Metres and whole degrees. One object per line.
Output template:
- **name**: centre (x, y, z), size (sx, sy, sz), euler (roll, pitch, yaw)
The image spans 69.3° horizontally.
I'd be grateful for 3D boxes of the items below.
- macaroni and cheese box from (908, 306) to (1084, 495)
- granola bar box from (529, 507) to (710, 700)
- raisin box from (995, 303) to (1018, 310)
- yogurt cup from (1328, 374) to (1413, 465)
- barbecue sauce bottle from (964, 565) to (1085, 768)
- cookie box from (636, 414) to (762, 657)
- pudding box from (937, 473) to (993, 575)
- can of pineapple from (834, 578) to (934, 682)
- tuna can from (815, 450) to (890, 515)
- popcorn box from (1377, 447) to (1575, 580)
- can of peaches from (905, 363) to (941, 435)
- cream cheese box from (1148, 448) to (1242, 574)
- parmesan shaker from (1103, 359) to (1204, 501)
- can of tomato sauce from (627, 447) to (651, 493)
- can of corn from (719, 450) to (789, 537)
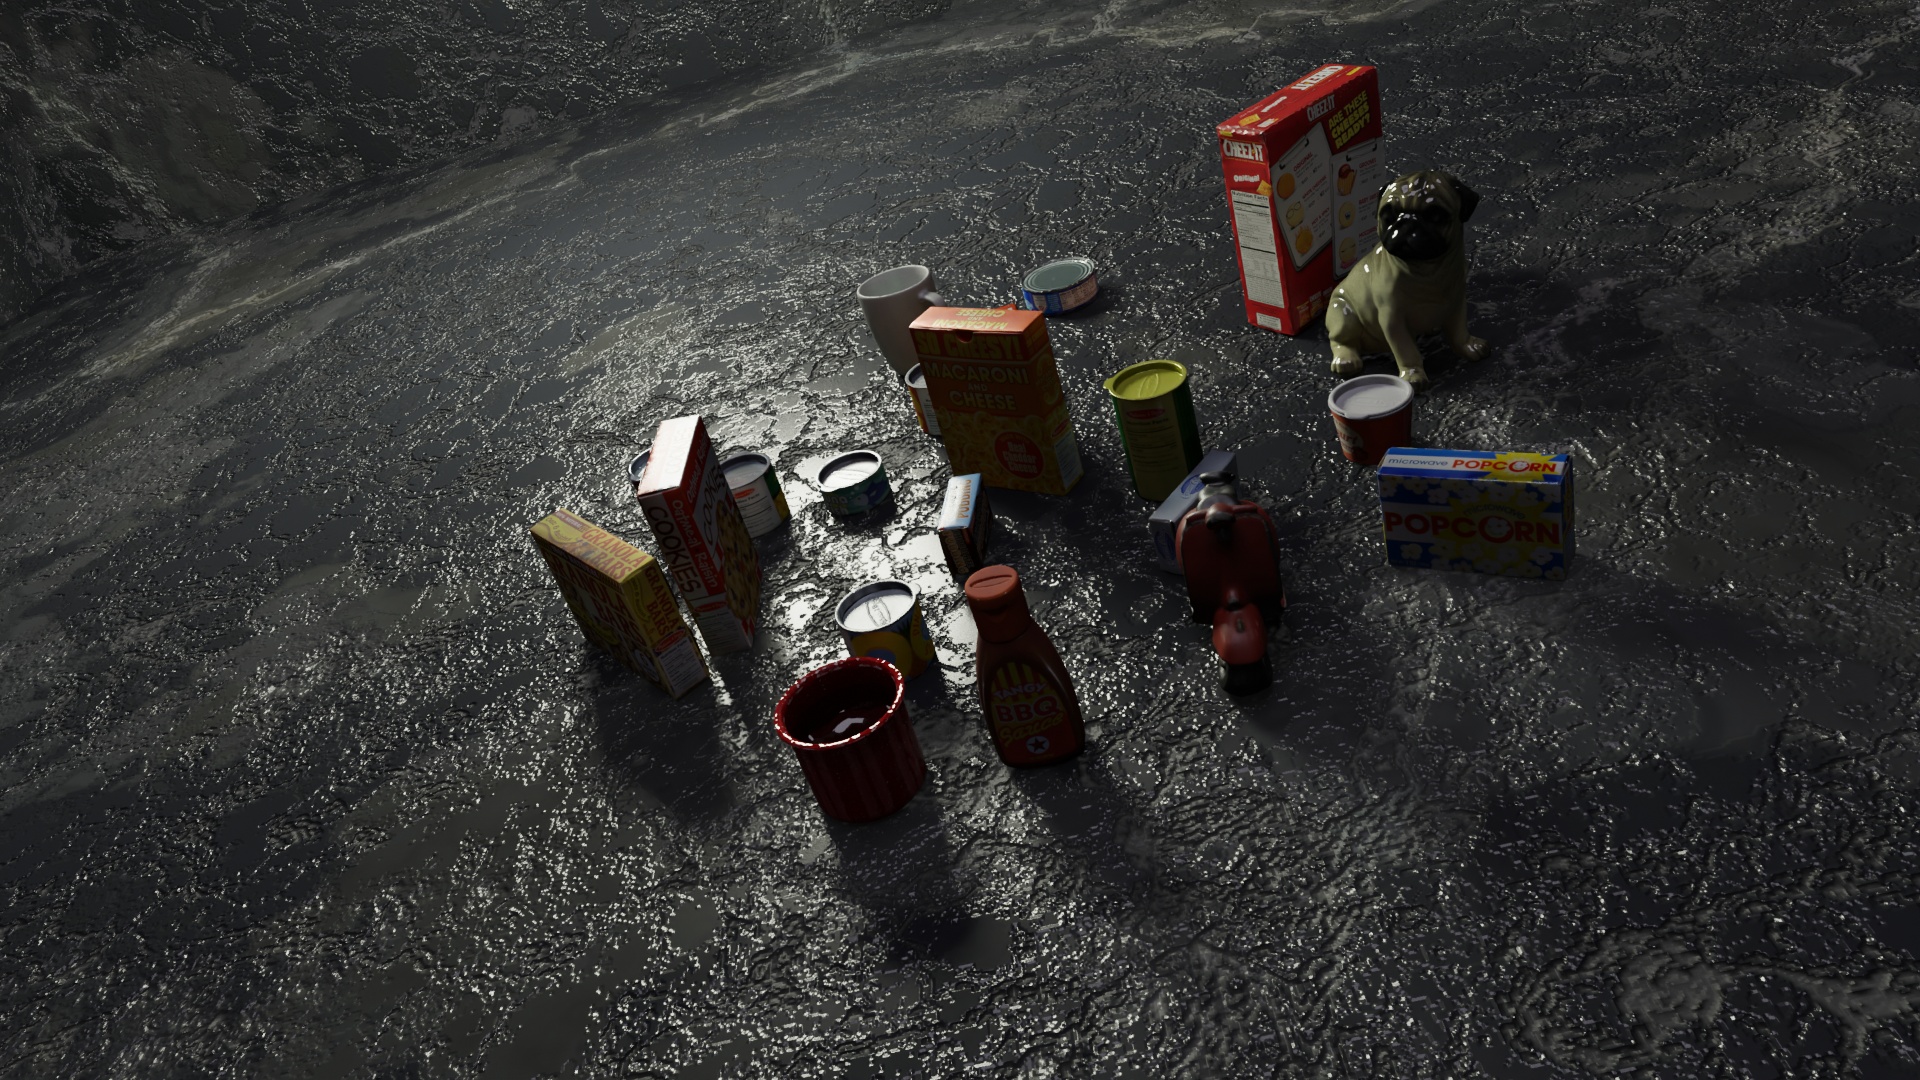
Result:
- **macaroni and cheese box**: centre (0.033, -0.124, 1.237), size (0.124, 0.165, 0.040), euler (9, 40, 36)
- **granola bar box**: centre (-0.286, 0.051, 1.165), size (0.039, 0.123, 0.166), euler (-36, 37, -27)
- **raisin box**: centre (0.030, -0.154, 1.325), size (0.086, 0.122, 0.040), euler (-17, 32, 2)
- **yogurt cup**: centre (0.344, -0.099, 1.155), size (0.072, 0.053, 0.073), euler (-13, 32, 8)
- **barbecue sauce bottle**: centre (0.039, 0.085, 0.932), size (0.065, 0.147, 0.044), euler (-12, 32, 9)
- **cookie box**: centre (-0.217, -0.005, 1.176), size (0.040, 0.166, 0.123), euler (-14, 32, 6)
- **pudding box**: centre (0.004, -0.015, 1.194), size (0.030, 0.049, 0.084), euler (-8, 33, 15)
- **can of pineapple**: centre (-0.057, 0.072, 1.083), size (0.071, 0.057, 0.071), euler (-13, 32, 8)
- **tuna can**: centre (-0.103, -0.054, 1.321), size (0.071, 0.032, 0.071), euler (-12, 32, 8)
- **popcorn box**: centre (0.368, -0.020, 0.994), size (0.126, 0.085, 0.038), euler (5, 39, 32)
- **can of peaches**: centre (-0.016, -0.148, 1.399), size (0.071, 0.057, 0.071), euler (-13, 32, 8)
- **cream cheese box**: centre (0.191, -0.024, 1.114), size (0.024, 0.053, 0.104), euler (12, 42, 39)
- **parmesan shaker**: centre (0.167, -0.093, 1.185), size (0.071, 0.102, 0.072), euler (-13, 32, 8)
- **can of tomato sauce**: centre (-0.276, -0.043, 1.342), size (0.071, 0.082, 0.071), euler (-13, 32, 8)
- **can of corn**: centre (-0.204, -0.044, 1.332), size (0.071, 0.058, 0.071), euler (-13, 32, 8)
